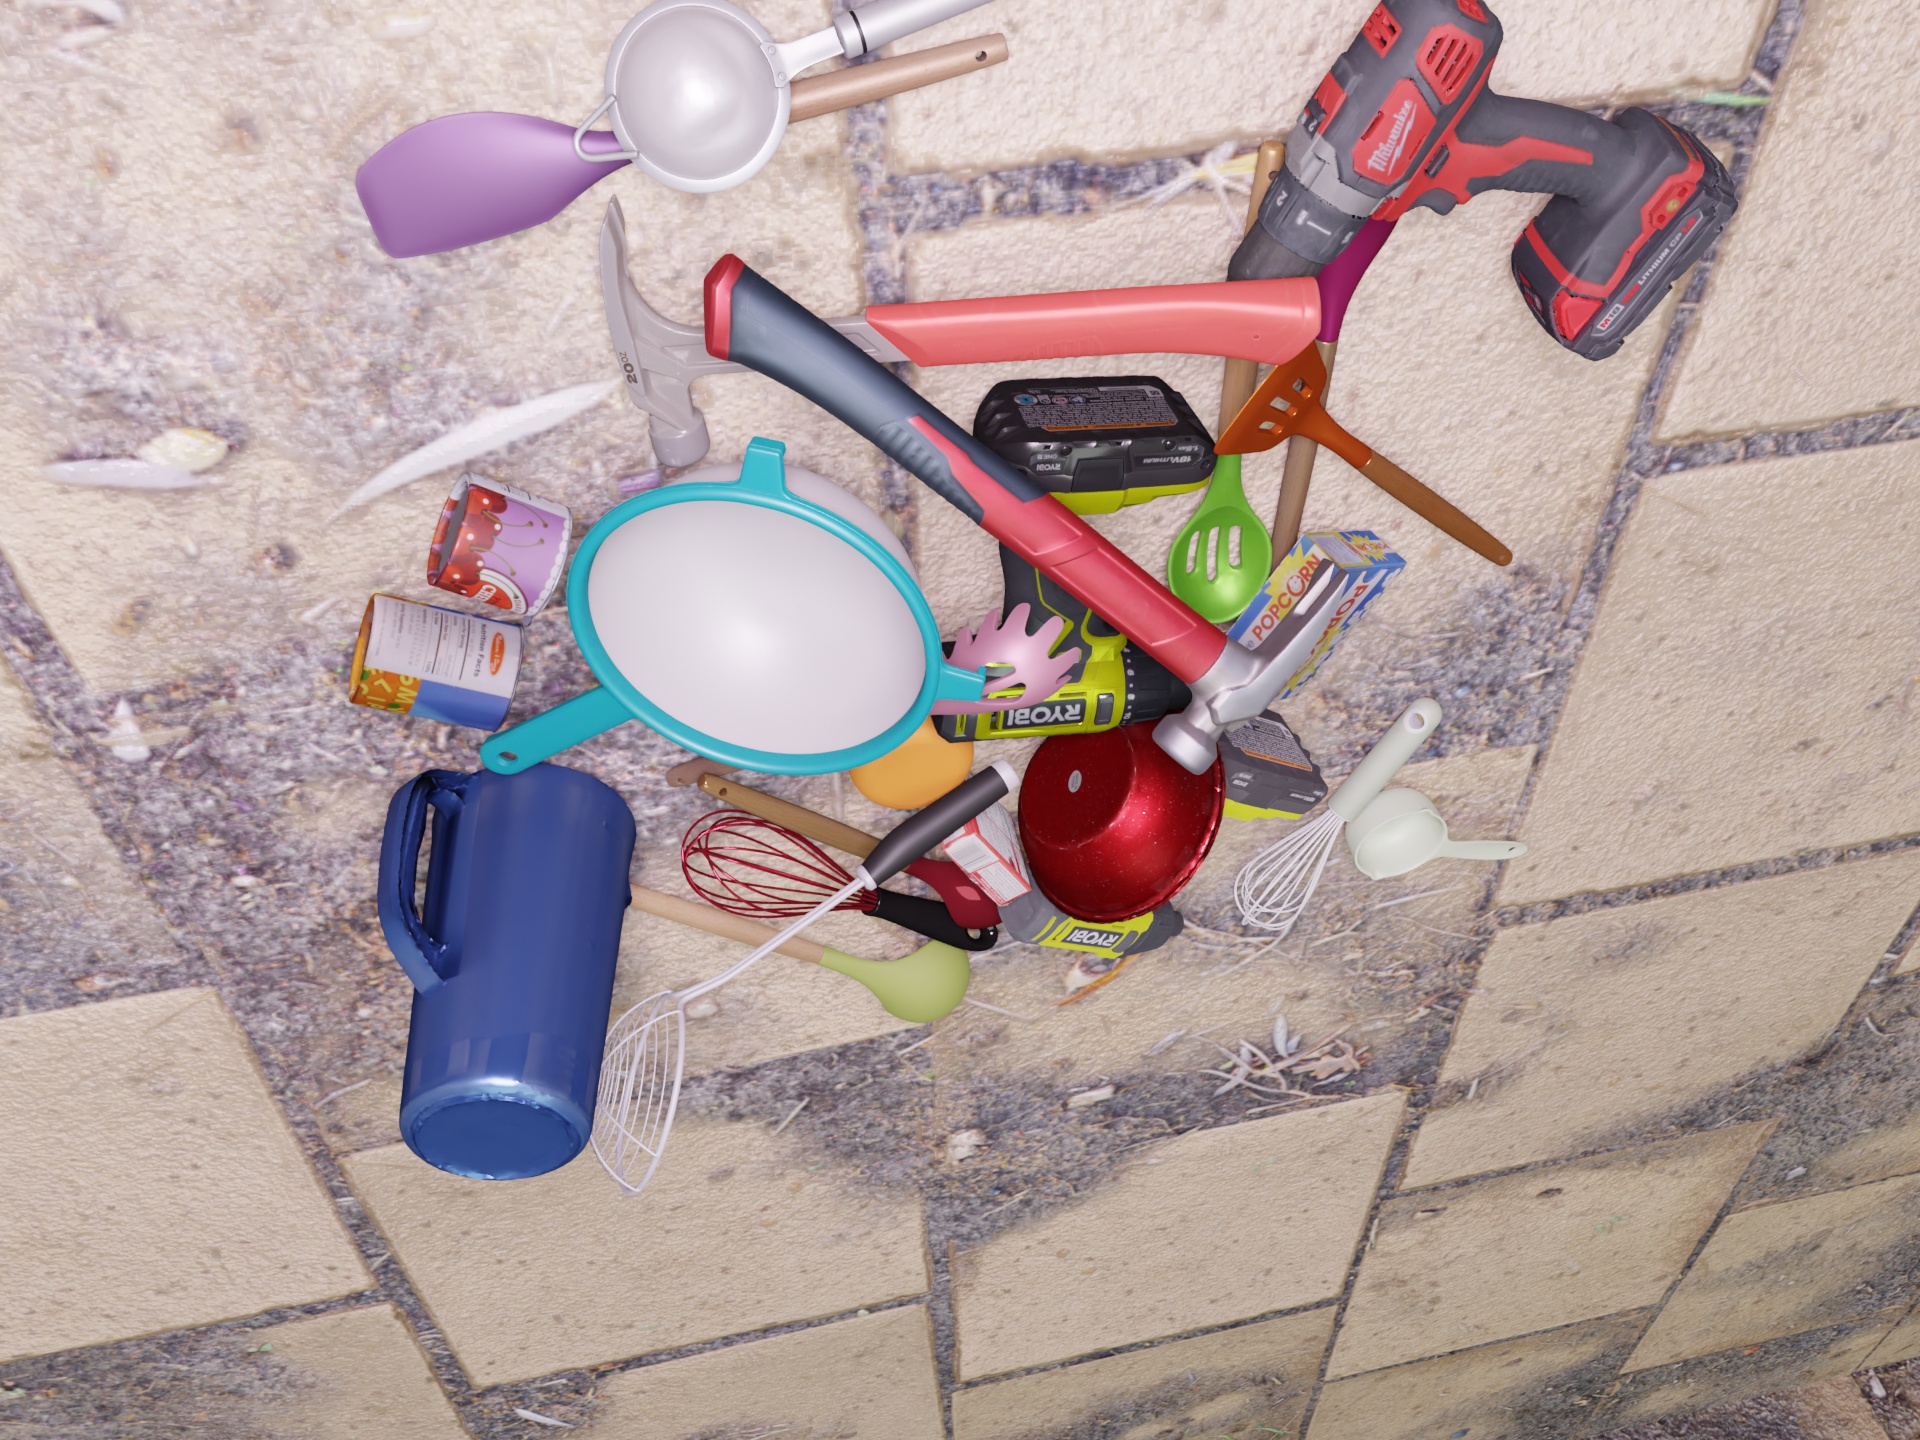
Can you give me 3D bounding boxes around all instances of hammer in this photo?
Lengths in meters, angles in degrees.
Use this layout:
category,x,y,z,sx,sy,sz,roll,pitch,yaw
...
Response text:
category,x,y,z,sx,sy,sz,roll,pitch,yaw
hammer,0.036,-0.124,0.834,0.386,0.038,0.143,35,99,-24
hammer,0.002,-0.207,0.815,0.359,0.037,0.149,-3,137,3

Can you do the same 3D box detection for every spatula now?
category,x,y,z,sx,sy,sz,roll,pitch,yaw
spatula,0.263,-0.147,0.975,0.322,0.041,0.081,20,116,-42
spatula,-0.131,-0.284,0.758,0.316,0.018,0.059,-15,125,-2

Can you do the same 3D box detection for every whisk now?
category,x,y,z,sx,sy,sz,roll,pitch,yaw
whisk,-0.081,0.127,1.155,0.295,0.073,0.073,22,124,-39
whisk,0.291,0.075,1.231,0.059,0.058,0.246,-18,147,-54

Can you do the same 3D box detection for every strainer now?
category,x,y,z,sx,sy,sz,roll,pitch,yaw
strainer,-0.059,-0.313,0.729,0.258,0.050,0.086,-23,104,-3
strainer,-0.157,-0.052,0.935,0.340,0.095,0.210,-22,126,33

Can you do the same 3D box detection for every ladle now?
category,x,y,z,sx,sy,sz,roll,pitch,yaw
ladle,-0.131,0.161,1.194,0.320,0.062,0.078,22,110,-25
ladle,-0.058,0.091,1.122,0.315,0.031,0.069,26,98,-40

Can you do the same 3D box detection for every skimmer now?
category,x,y,z,sx,sy,sz,roll,pitch,yaw
skimmer,-0.097,0.161,1.041,0.363,0.127,0.090,-36,109,-11

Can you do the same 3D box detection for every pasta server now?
category,x,y,z,sx,sy,sz,roll,pitch,yaw
pasta server,-0.067,-0.001,0.978,0.316,0.040,0.060,-17,115,36

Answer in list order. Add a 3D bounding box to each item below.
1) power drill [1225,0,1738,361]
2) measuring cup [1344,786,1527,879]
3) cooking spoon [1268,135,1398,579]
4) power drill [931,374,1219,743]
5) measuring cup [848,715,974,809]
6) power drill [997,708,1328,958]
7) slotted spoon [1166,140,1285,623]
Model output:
category,x,y,z,sx,sy,sz,roll,pitch,yaw
power drill,0.265,-0.265,0.837,0.226,0.080,0.187,13,132,-25
measuring cup,0.382,0.089,1.275,0.167,0.038,0.083,5,132,-24
cooking spoon,0.212,-0.204,0.941,0.068,0.017,0.318,-7,134,-10
power drill,0.082,-0.087,0.959,0.190,0.080,0.228,-5,130,-12
measuring cup,-0.002,-0.003,1.051,0.173,0.052,0.095,-34,134,20
power drill,0.153,0.088,1.164,0.171,0.080,0.223,14,128,-39
slotted spoon,0.165,-0.188,0.939,0.070,0.031,0.313,-7,134,-8
